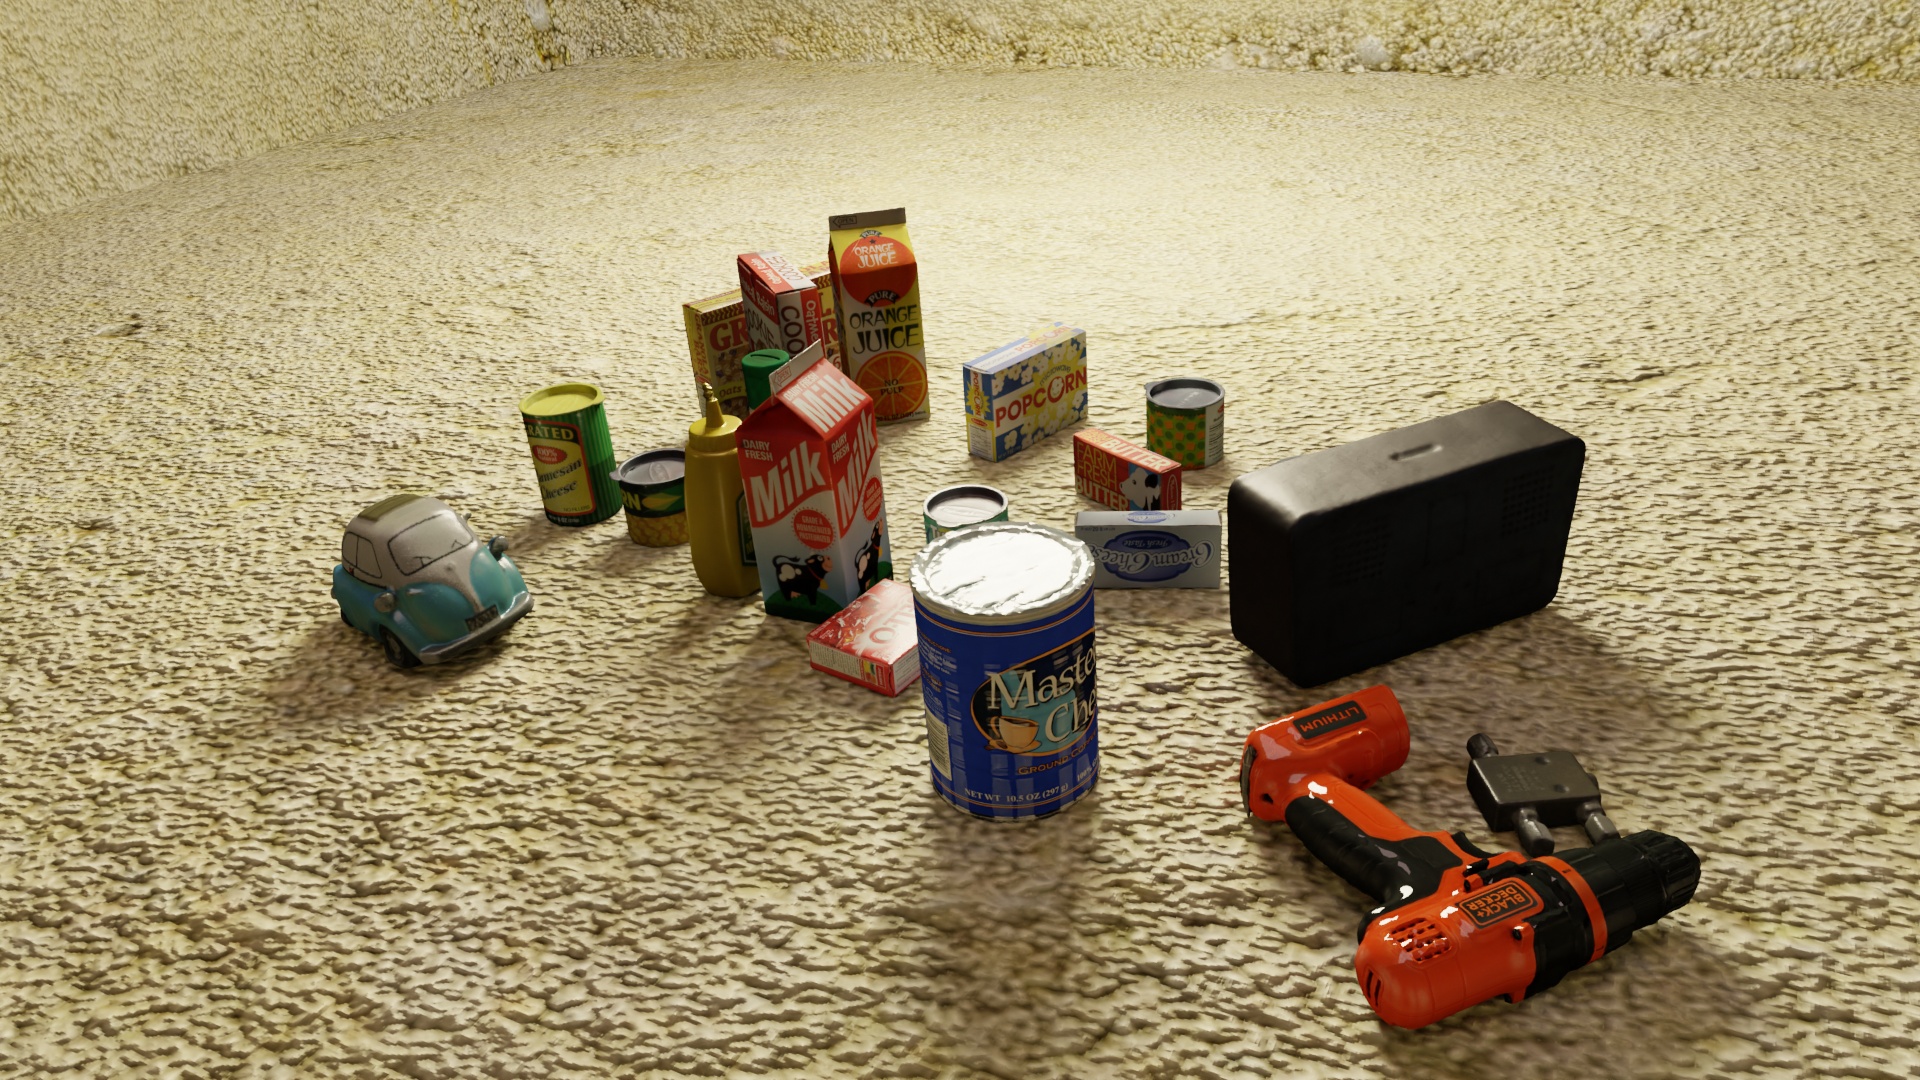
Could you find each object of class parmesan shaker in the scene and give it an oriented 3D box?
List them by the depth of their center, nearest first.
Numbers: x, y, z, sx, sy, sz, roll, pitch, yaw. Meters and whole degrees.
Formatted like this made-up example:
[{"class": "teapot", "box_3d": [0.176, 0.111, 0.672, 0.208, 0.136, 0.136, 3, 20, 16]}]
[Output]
[{"class": "parmesan shaker", "box_3d": [-0.318, -0.070, 1.148, 0.071, 0.102, 0.071, -4, 28, 2]}]

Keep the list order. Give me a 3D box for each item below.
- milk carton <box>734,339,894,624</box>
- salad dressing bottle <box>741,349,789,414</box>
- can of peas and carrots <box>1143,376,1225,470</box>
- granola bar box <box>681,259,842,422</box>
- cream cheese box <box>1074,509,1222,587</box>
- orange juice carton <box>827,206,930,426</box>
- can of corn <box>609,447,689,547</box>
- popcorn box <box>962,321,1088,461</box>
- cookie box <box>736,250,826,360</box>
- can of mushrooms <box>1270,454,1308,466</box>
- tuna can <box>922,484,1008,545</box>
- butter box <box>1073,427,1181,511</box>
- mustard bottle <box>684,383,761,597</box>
[{"class": "milk carton", "box_3d": [-0.102, -0.040, 0.969, 0.073, 0.189, 0.073, 8, 31, 22]}, {"class": "salad dressing bottle", "box_3d": [-0.142, -0.074, 1.083, 0.064, 0.147, 0.044, 12, 33, 28]}, {"class": "can of peas and carrots", "box_3d": [0.187, -0.099, 1.172, 0.071, 0.058, 0.071, -4, 28, 2]}, {"class": "granola bar box", "box_3d": [-0.174, -0.183, 1.311, 0.166, 0.123, 0.039, -25, 34, -33]}, {"class": "cream cheese box", "box_3d": [0.134, 0.007, 0.991, 0.104, 0.053, 0.024, -1, 29, 7]}, {"class": "orange juice carton", "box_3d": [-0.075, -0.206, 1.268, 0.072, 0.191, 0.073, -10, 29, -10]}, {"class": "can of corn", "box_3d": [-0.241, -0.034, 1.116, 0.071, 0.058, 0.071, -4, 28, 2]}, {"class": "popcorn box", "box_3d": [0.059, -0.132, 1.223, 0.038, 0.084, 0.127, 22, 38, 40]}, {"class": "cookie box", "box_3d": [-0.152, -0.157, 1.215, 0.040, 0.166, 0.123, -15, 30, -19]}, {"class": "can of mushrooms", "box_3d": [0.273, -0.037, 1.072, 0.071, 0.033, 0.071, -4, 29, 2]}, {"class": "tuna can", "box_3d": [0.004, -0.013, 1.069, 0.071, 0.032, 0.071, -4, 29, 2]}, {"class": "butter box", "box_3d": [0.130, -0.049, 1.094, 0.024, 0.053, 0.103, -23, 33, -30]}, {"class": "mustard bottle", "box_3d": [-0.171, -0.038, 1.007, 0.049, 0.159, 0.066, 7, 31, 21]}]
